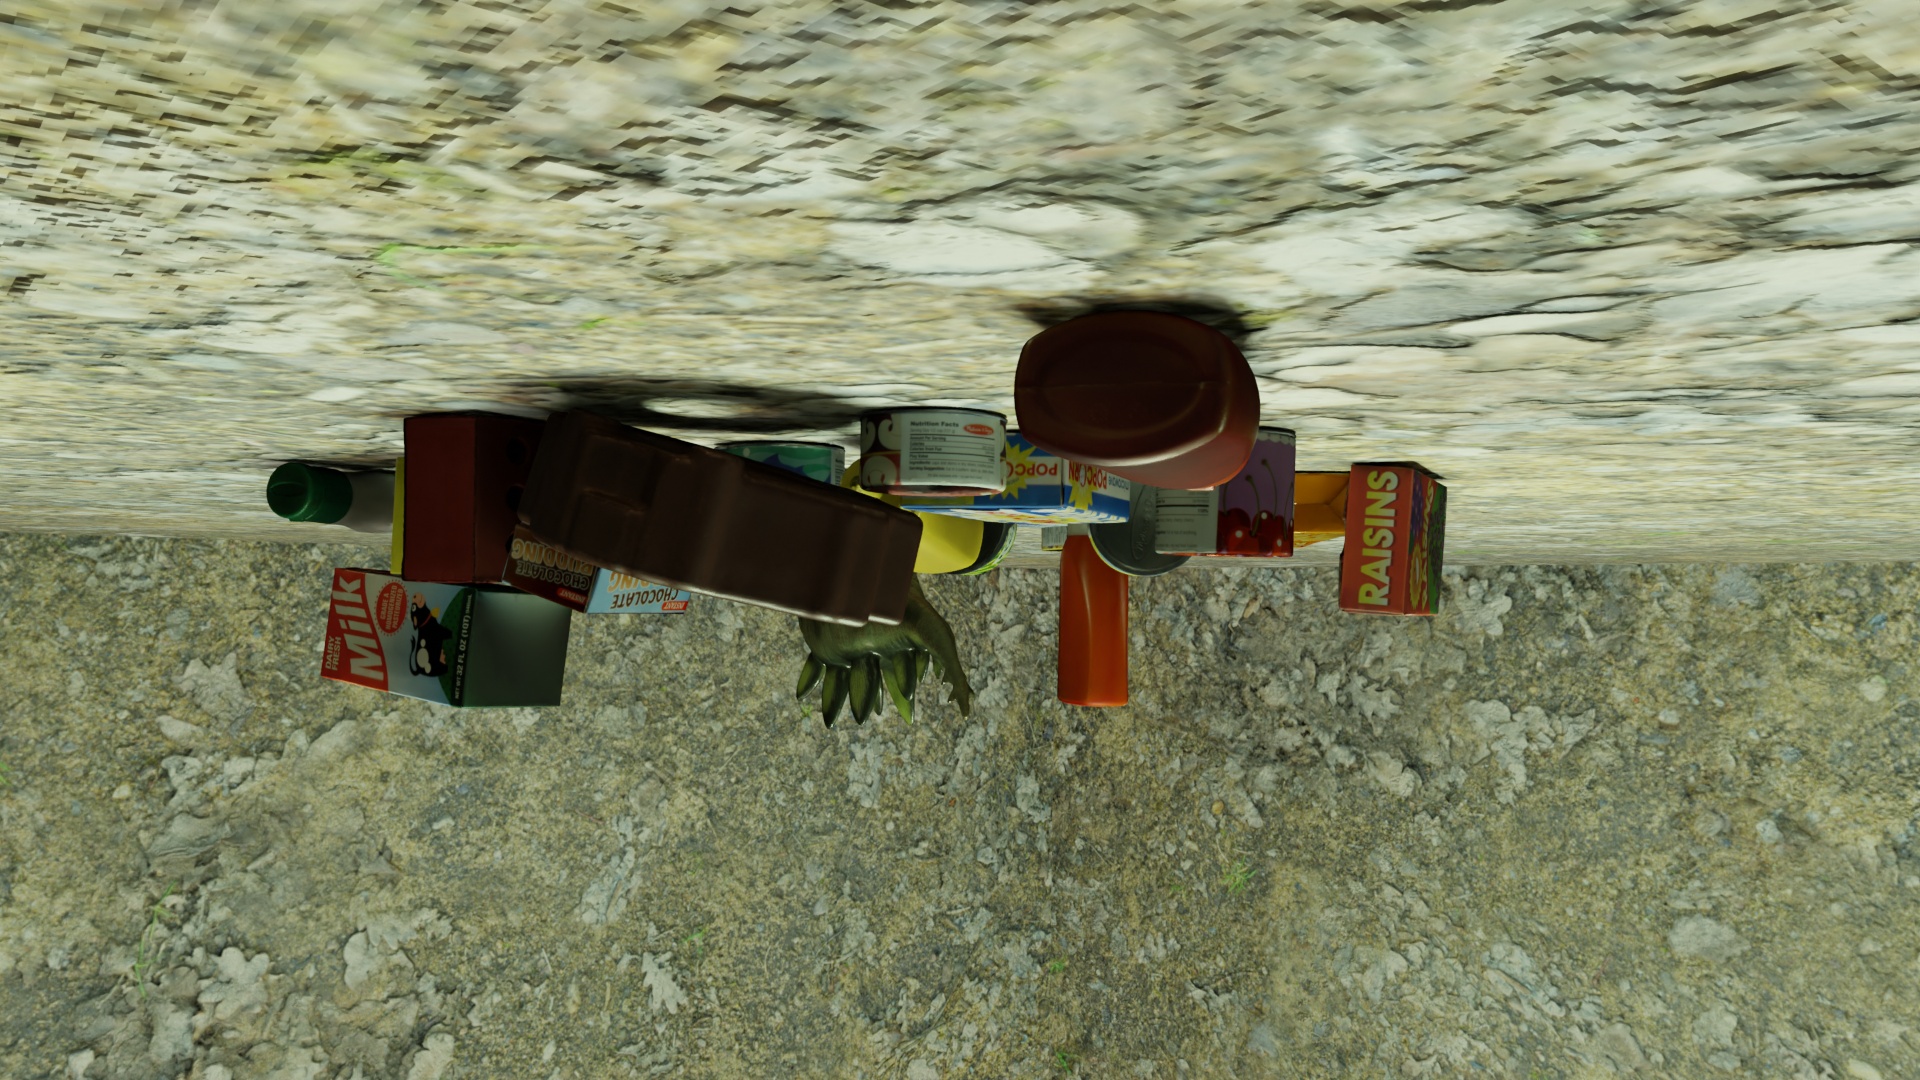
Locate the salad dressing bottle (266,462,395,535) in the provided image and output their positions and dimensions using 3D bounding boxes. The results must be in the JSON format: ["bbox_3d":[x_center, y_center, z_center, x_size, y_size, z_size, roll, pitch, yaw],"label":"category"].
[{"bbox_3d":[-0.402,-0.027,0.946,0.064,0.044,0.147,2,177,17],"label":"salad dressing bottle"}]

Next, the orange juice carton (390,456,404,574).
[{"bbox_3d":[-0.289,-0.010,0.917,0.072,0.073,0.192,1,178,10],"label":"orange juice carton"}]

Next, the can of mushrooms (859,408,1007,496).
[{"bbox_3d":[-0.013,-0.038,0.620,0.071,0.033,0.071,0,177,0],"label":"can of mushrooms"}]

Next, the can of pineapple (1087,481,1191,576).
[{"bbox_3d":[0.109,-0.011,0.811,0.071,0.071,0.058,1,178,4],"label":"can of pineapple"}]

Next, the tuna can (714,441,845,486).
[{"bbox_3d":[-0.098,-0.034,0.756,0.071,0.033,0.071,0,177,0],"label":"tuna can"}]

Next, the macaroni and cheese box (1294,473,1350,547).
[{"bbox_3d":[0.183,-0.019,0.923,0.124,0.040,0.166,1,177,3],"label":"macaroni and cheese box"}]

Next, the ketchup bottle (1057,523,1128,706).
[{"bbox_3d":[0.088,0.034,0.922,0.043,0.148,0.064,1,178,-14],"label":"ketchup bottle"}]

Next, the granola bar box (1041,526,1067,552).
[{"bbox_3d":[0.172,-0.007,1.223,0.166,0.039,0.124,2,177,-29],"label":"granola bar box"}]

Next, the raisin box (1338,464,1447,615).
[{"bbox_3d":[0.261,0.002,0.835,0.040,0.086,0.123,5,179,27],"label":"raisin box"}]

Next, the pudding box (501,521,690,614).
[{"bbox_3d":[-0.166,0.014,0.647,0.050,0.030,0.084,18,-177,20],"label":"pudding box"}]

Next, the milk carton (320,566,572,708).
[{"bbox_3d":[-0.339,0.058,0.880,0.190,0.072,0.073,4,178,35],"label":"milk carton"}]

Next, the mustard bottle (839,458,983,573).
[{"bbox_3d":[-0.030,-0.020,0.757,0.049,0.065,0.160,-6,170,17],"label":"mustard bottle"}]

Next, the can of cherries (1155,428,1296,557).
[{"bbox_3d":[0.129,-0.021,0.663,0.071,0.058,0.071,1,177,0],"label":"can of cherries"}]

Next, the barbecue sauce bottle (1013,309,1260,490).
[{"bbox_3d":[0.067,-0.039,0.446,0.065,0.043,0.148,0,178,19],"label":"barbecue sauce bottle"}]

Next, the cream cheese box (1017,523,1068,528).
[{"bbox_3d":[0.034,-0.024,1.052,0.104,0.024,0.053,2,177,-31],"label":"cream cheese box"}]

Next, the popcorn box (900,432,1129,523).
[{"bbox_3d":[0.032,-0.031,0.724,0.085,0.038,0.127,1,178,22],"label":"popcorn box"}]

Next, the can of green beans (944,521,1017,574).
[{"bbox_3d":[0.001,-0.011,0.871,0.071,0.071,0.058,1,178,8],"label":"can of green beans"}]
